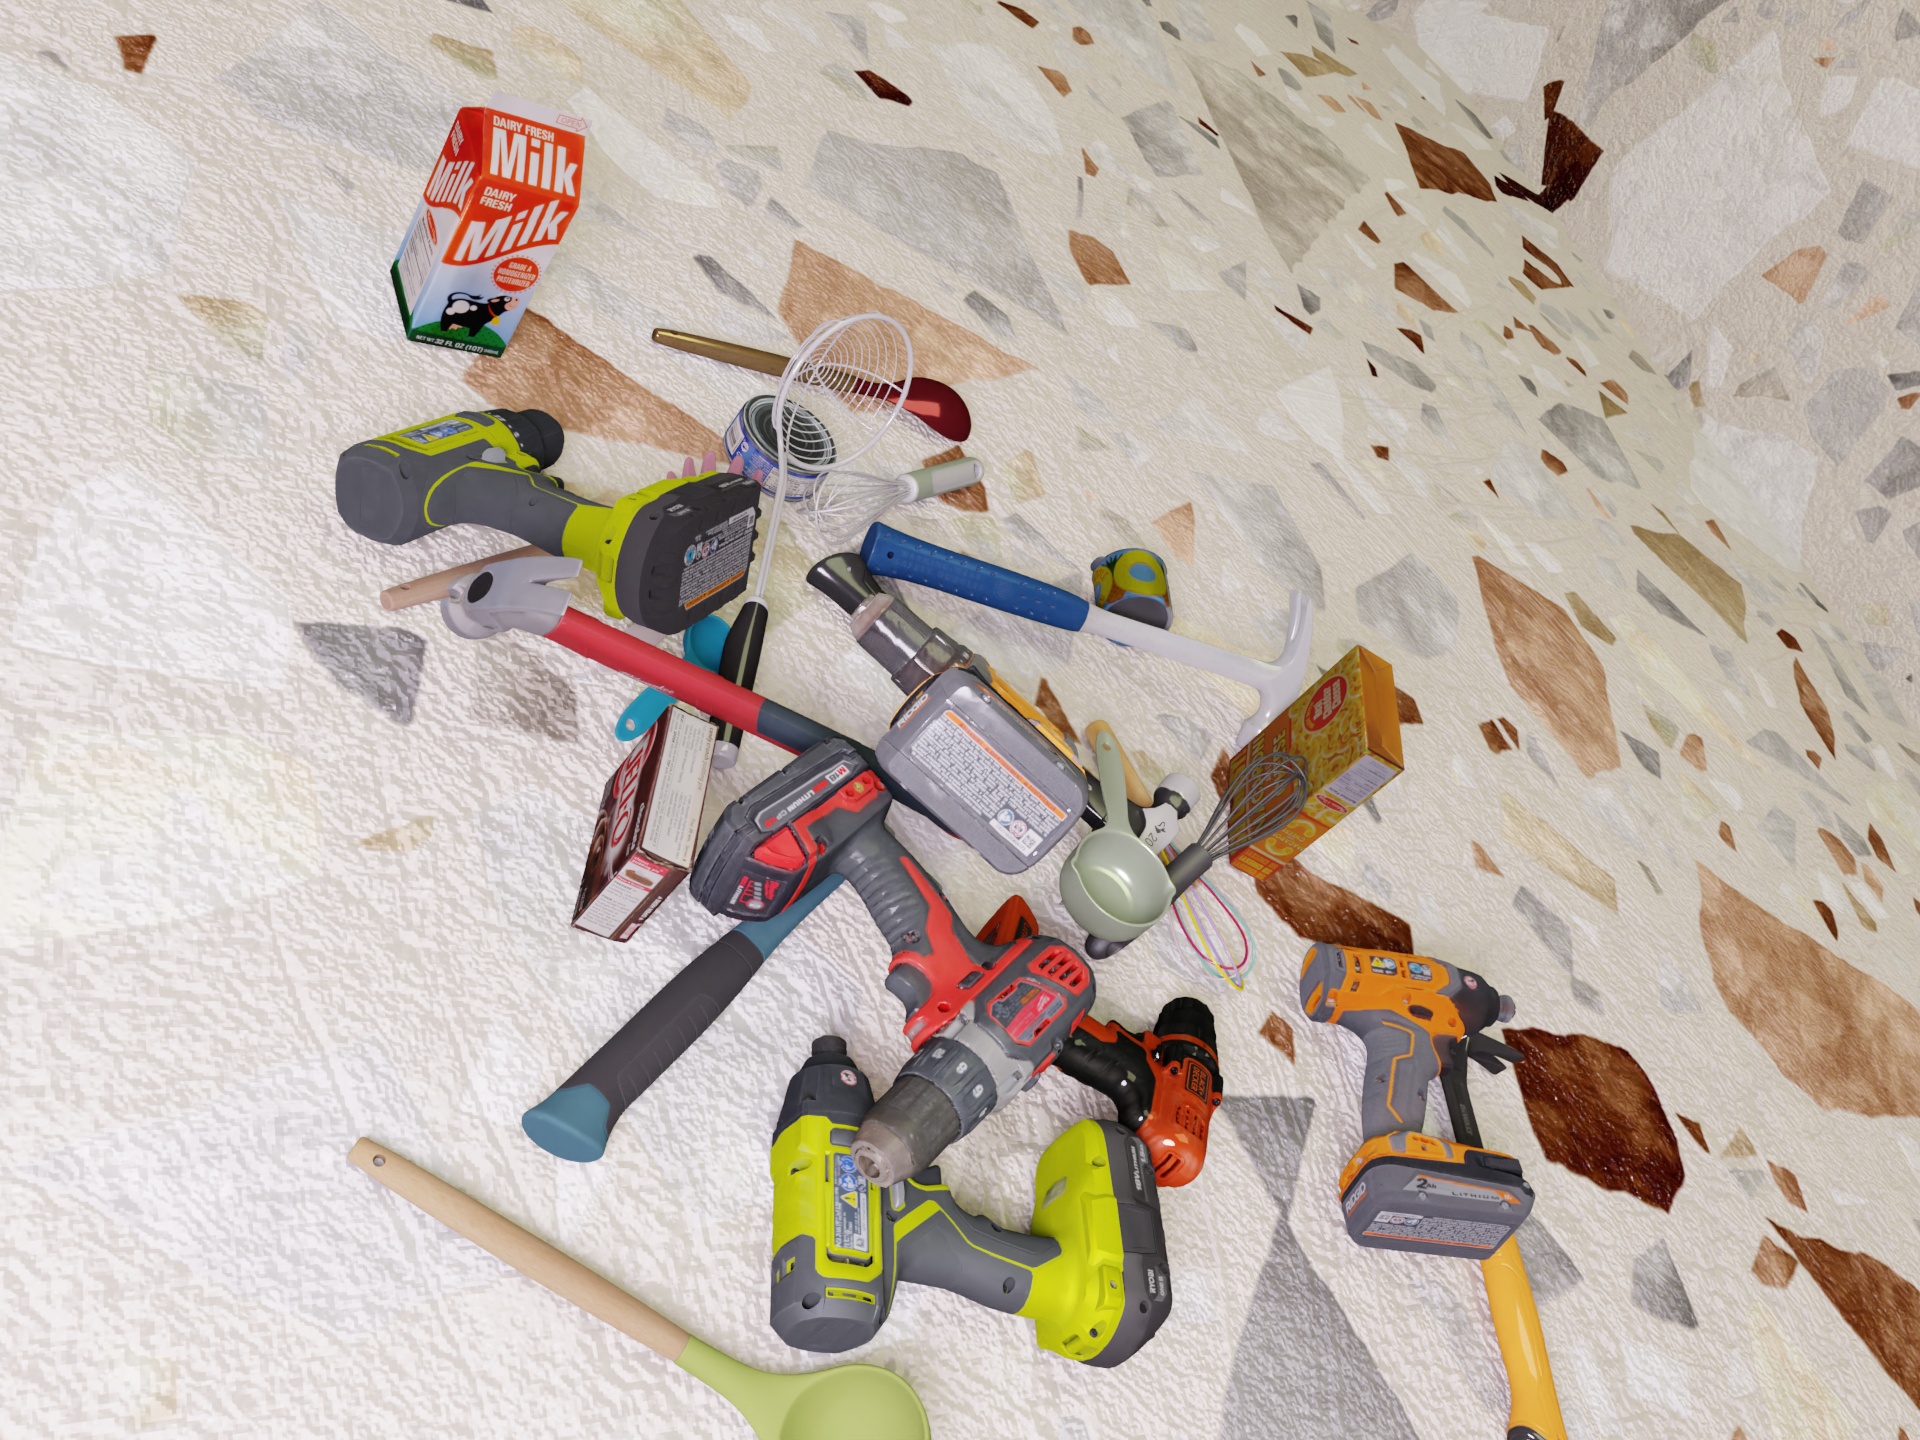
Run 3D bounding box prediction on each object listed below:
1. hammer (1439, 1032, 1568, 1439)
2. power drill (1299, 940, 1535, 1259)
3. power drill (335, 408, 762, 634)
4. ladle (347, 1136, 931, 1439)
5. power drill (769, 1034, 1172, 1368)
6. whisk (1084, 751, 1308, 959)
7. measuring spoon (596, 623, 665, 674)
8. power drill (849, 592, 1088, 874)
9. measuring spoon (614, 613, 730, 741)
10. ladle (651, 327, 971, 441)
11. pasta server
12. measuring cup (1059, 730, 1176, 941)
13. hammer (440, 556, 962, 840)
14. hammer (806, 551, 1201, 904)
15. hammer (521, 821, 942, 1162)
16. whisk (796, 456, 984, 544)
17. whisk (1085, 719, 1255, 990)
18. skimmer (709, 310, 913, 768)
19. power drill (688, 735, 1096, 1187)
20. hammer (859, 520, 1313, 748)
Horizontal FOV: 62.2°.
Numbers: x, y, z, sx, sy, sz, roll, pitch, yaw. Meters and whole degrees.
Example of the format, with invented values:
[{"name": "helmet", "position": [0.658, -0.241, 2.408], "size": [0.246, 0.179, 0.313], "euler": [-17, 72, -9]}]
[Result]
[{"name": "hammer", "position": [0.397, 0.375, 1.174], "size": [0.127, 0.034, 0.337], "euler": [22, 43, -23]}, {"name": "power drill", "position": [0.343, 0.268, 1.159], "size": [0.164, 0.084, 0.227], "euler": [8, 45, -6]}, {"name": "power drill", "position": [-0.247, -0.141, 1.009], "size": [0.228, 0.080, 0.190], "euler": [19, 27, 14]}, {"name": "ladle", "position": [-0.154, 0.288, 0.767], "size": [0.320, 0.062, 0.078], "euler": [34, 57, -6]}, {"name": "power drill", "position": [0.001, 0.273, 0.898], "size": [0.223, 0.080, 0.171], "euler": [19, 43, -23]}, {"name": "whisk", "position": [0.177, 0.099, 1.170], "size": [0.239, 0.055, 0.055], "euler": [-37, 82, -25]}, {"name": "measuring spoon", "position": [-0.207, -0.062, 1.077], "size": [0.034, 0.018, 0.124], "euler": [42, 45, 0]}, {"name": "power drill", "position": [-0.002, -0.003, 1.026], "size": [0.185, 0.084, 0.226], "euler": [42, 9, -7]}, {"name": "measuring spoon", "position": [-0.193, -0.025, 1.053], "size": [0.042, 0.021, 0.129], "euler": [56, 44, -18]}, {"name": "ladle", "position": [-0.115, -0.292, 1.355], "size": [0.315, 0.031, 0.069], "euler": [7, 50, -34]}, {"name": "pasta server", "position": [-0.253, -0.127, 1.075], "size": [0.060, 0.040, 0.316], "euler": [34, 36, 23]}, {"name": "measuring cup", "position": [0.102, 0.081, 1.125], "size": [0.083, 0.038, 0.168], "euler": [16, 47, -21]}, {"name": "hammer", "position": [-0.116, -0.003, 0.976], "size": [0.386, 0.143, 0.038], "euler": [27, 73, -36]}, {"name": "hammer", "position": [0.017, -0.006, 1.182], "size": [0.335, 0.035, 0.146], "euler": [41, 54, 4]}, {"name": "hammer", "position": [-0.133, 0.143, 0.934], "size": [0.128, 0.033, 0.331], "euler": [45, 39, 1]}, {"name": "whisk", "position": [-0.049, -0.189, 1.301], "size": [0.246, 0.059, 0.057], "euler": [-27, 113, -54]}, {"name": "whisk", "position": [0.156, 0.098, 1.216], "size": [0.047, 0.051, 0.245], "euler": [-5, 55, -36]}, {"name": "skimmer", "position": [-0.104, -0.130, 1.111], "size": [0.090, 0.127, 0.364], "euler": [1, 60, 13]}, {"name": "power drill", "position": [-0.050, 0.136, 0.898], "size": [0.227, 0.080, 0.188], "euler": [43, 46, 10]}, {"name": "hammer", "position": [0.111, -0.088, 1.304], "size": [0.405, 0.144, 0.035], "euler": [16, 12, -21]}]
